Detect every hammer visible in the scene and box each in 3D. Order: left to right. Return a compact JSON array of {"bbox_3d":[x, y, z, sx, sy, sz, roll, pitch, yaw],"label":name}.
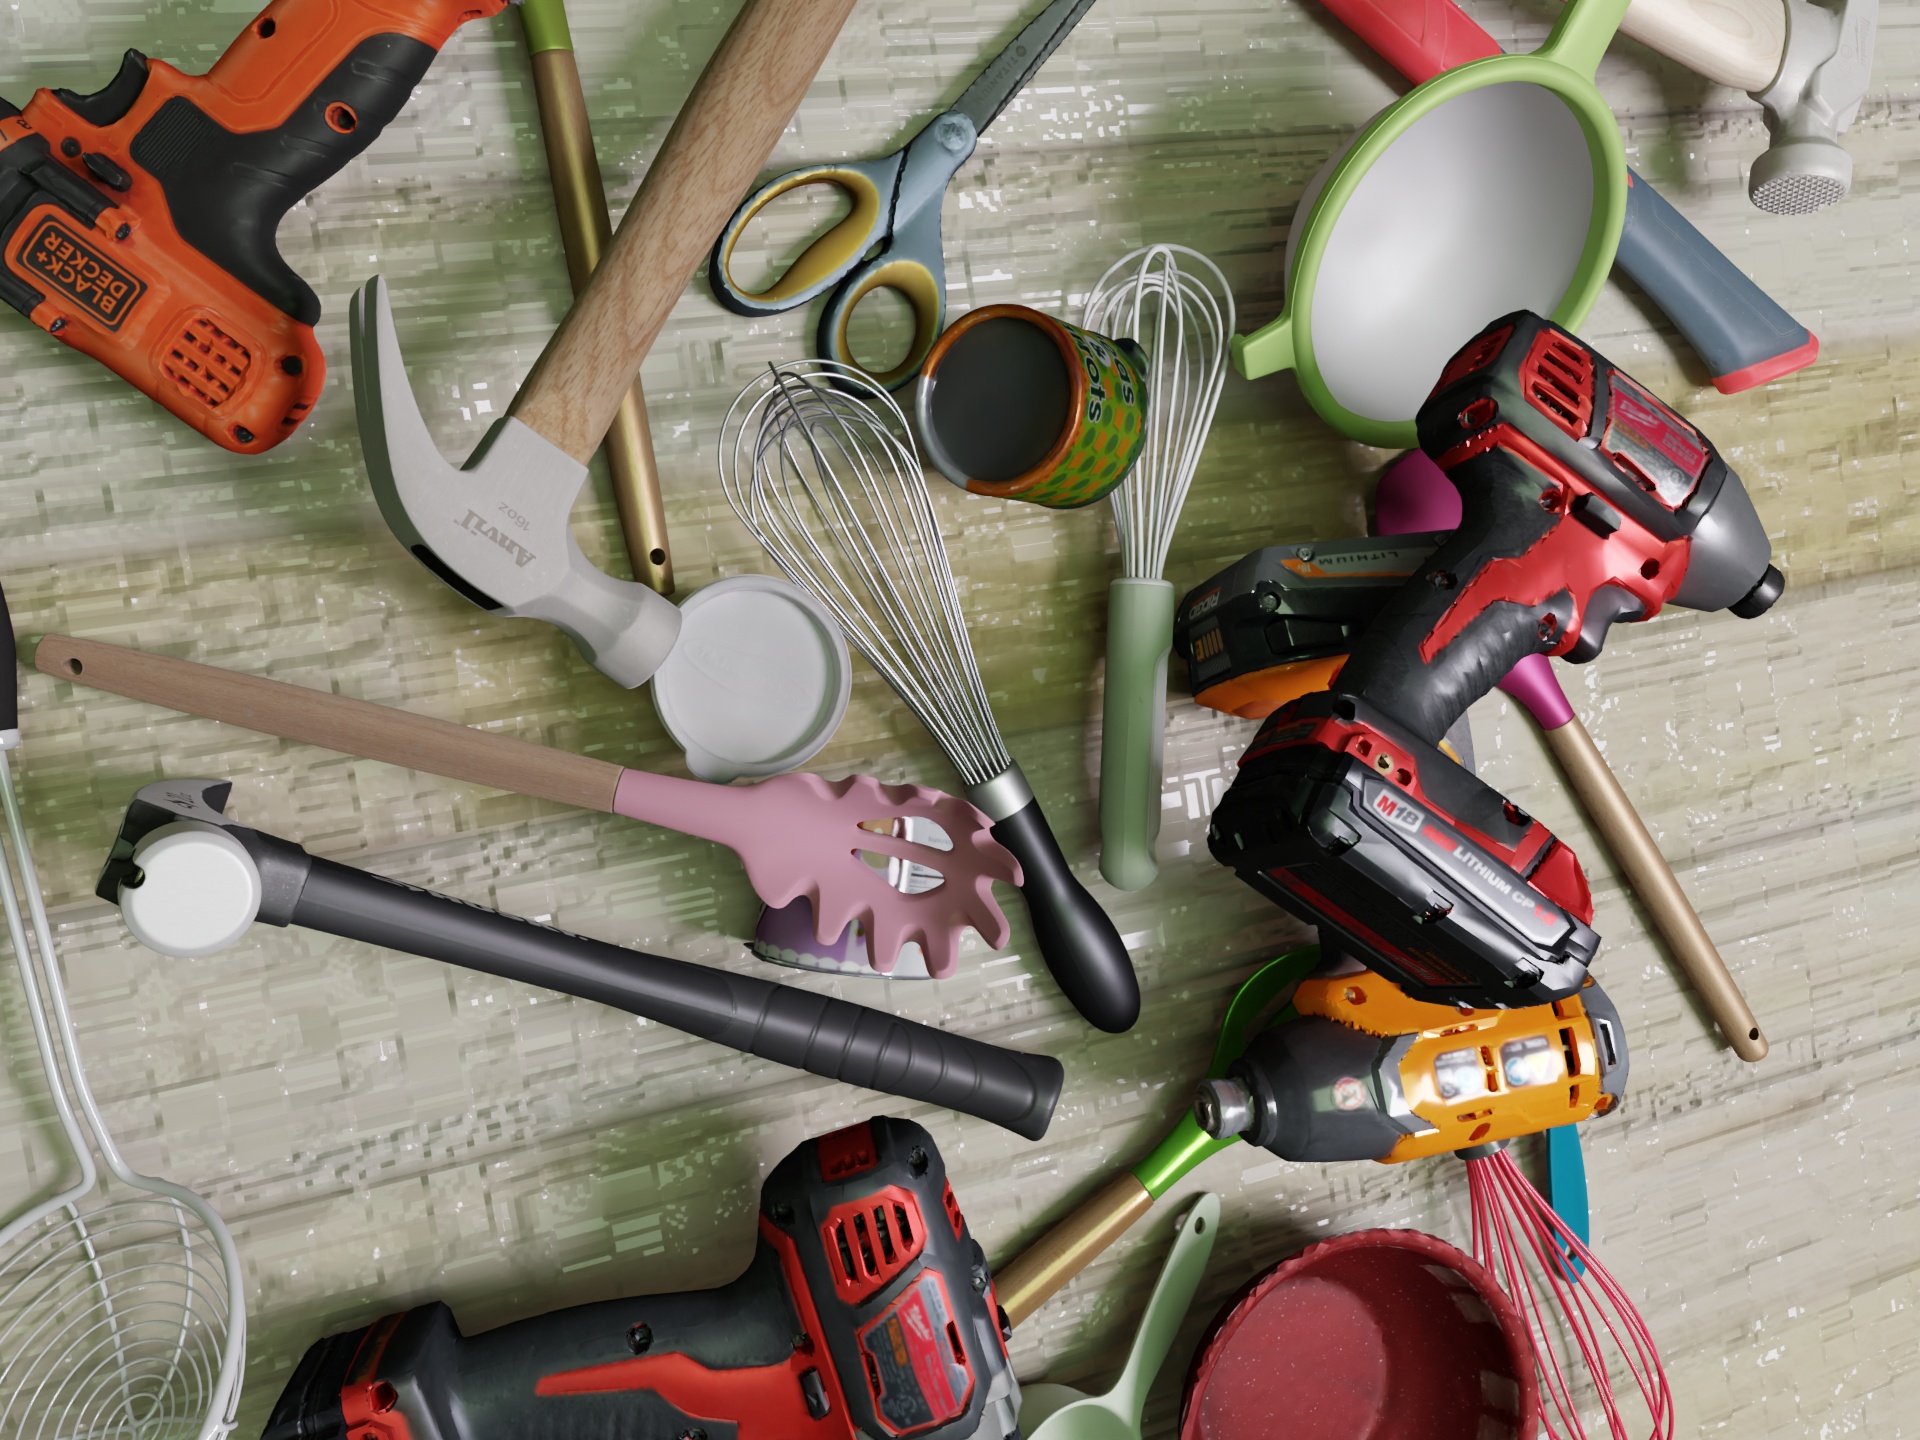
[{"bbox_3d":[-0.102,0.087,0.524,0.334,0.146,0.035,22,84,-29],"label":"hammer"},{"bbox_3d":[-0.087,-0.184,0.525,0.130,0.031,0.331,35,68,-30],"label":"hammer"},{"bbox_3d":[0.191,-0.327,0.614,0.410,0.038,0.146,12,82,-19],"label":"hammer"},{"bbox_3d":[0.225,-0.275,0.663,0.386,0.038,0.143,33,78,-16],"label":"hammer"}]

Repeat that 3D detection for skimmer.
[{"bbox_3d":[-0.292,0.069,0.461,0.127,0.090,0.363,-12,92,13],"label":"skimmer"}]

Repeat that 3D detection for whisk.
[{"bbox_3d":[-0.001,-0.002,0.582,0.070,0.070,0.284,-32,106,-16],"label":"whisk"},{"bbox_3d":[0.070,-0.059,0.601,0.059,0.057,0.246,2,88,16],"label":"whisk"},{"bbox_3d":[0.223,0.194,0.658,0.073,0.073,0.296,-23,91,-17],"label":"whisk"}]

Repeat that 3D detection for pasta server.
[{"bbox_3d":[-0.136,0.017,0.501,0.316,0.040,0.060,14,101,-3],"label":"pasta server"}]

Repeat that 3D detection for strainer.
[{"bbox_3d":[0.198,-0.231,0.598,0.151,0.069,0.256,9,117,-34],"label":"strainer"}]

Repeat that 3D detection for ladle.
[{"bbox_3d":[-0.128,-0.200,0.534,0.078,0.062,0.320,-14,98,-30],"label":"ladle"}]

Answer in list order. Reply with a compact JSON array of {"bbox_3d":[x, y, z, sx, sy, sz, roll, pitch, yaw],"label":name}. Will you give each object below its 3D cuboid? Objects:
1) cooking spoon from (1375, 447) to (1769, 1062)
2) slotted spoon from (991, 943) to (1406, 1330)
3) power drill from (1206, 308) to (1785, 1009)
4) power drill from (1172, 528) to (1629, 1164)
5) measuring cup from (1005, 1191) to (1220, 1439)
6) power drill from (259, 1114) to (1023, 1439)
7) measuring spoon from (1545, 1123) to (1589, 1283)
[{"bbox_3d":[0.273,0.021,0.691,0.069,0.017,0.318,-36,101,-15],"label":"cooking spoon"},{"bbox_3d":[0.049,0.194,0.612,0.314,0.031,0.070,-37,94,-13],"label":"slotted spoon"},{"bbox_3d":[0.191,-0.019,0.541,0.143,0.078,0.220,35,73,-8],"label":"power drill"},{"bbox_3d":[0.148,0.050,0.597,0.164,0.084,0.226,-7,81,-18],"label":"power drill"},{"bbox_3d":[0.052,0.253,0.613,0.083,0.038,0.168,49,58,-27],"label":"measuring cup"},{"bbox_3d":[-0.086,0.249,0.515,0.226,0.080,0.188,-18,96,-6],"label":"power drill"},{"bbox_3d":[0.255,0.185,0.691,0.042,0.021,0.128,-17,105,-24],"label":"measuring spoon"}]
